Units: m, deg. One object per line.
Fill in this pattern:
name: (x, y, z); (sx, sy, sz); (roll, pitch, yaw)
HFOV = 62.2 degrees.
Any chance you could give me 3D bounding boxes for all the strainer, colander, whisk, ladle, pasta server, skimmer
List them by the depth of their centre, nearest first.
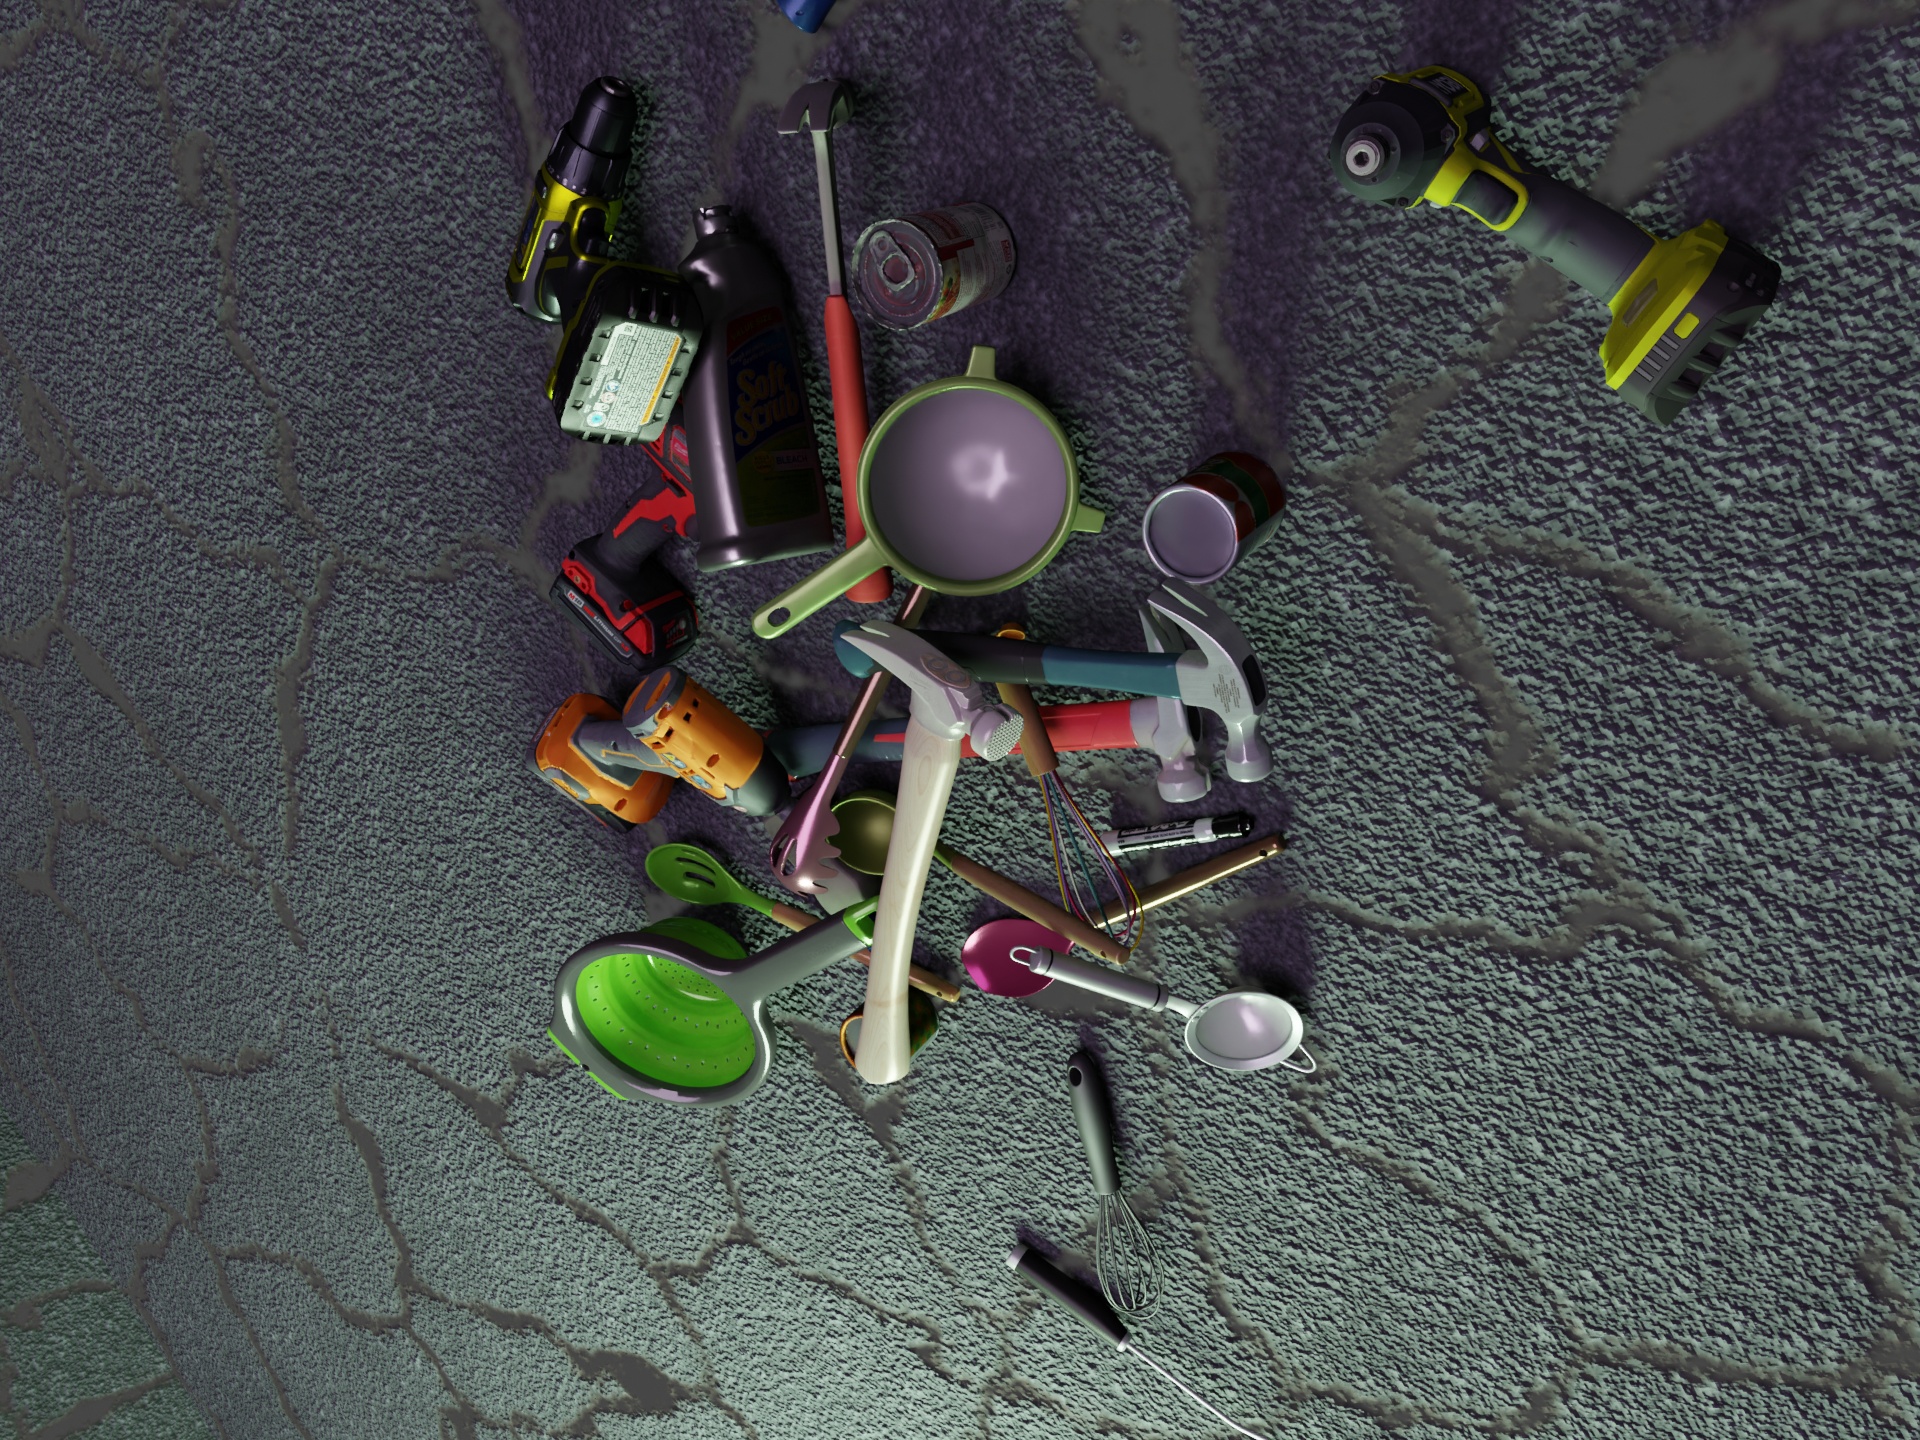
strainer: (-0.038, -0.139, 1.105); (0.256, 0.069, 0.151); (-32, 108, 15)
whisk: (0.072, 0.055, 1.134); (0.047, 0.051, 0.245); (-21, 93, 16)
strainer: (0.148, 0.198, 1.140); (0.258, 0.050, 0.086); (21, 126, -22)
ladle: (0.005, 0.121, 1.176); (0.320, 0.062, 0.078); (24, 139, 50)
pasta server: (-0.075, 0.002, 1.211); (0.060, 0.040, 0.316); (37, 111, 29)
whisk: (0.122, 0.380, 1.298); (0.055, 0.055, 0.239); (-6, 104, 34)
skimmer: (0.171, 0.584, 1.333); (0.363, 0.090, 0.127); (34, 157, 18)
colander: (-0.191, 0.211, 1.381); (0.397, 0.095, 0.204); (-29, 112, 33)

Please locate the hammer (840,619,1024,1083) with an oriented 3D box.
hammer: (-0.049, 0.119, 1.180); (0.146, 0.038, 0.410); (36, 134, 29)

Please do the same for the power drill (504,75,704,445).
power drill: (-0.257, -0.327, 1.138); (0.190, 0.080, 0.229); (-56, 45, 37)

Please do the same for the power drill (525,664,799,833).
power drill: (-0.240, 0.036, 1.304); (0.226, 0.084, 0.164); (-9, 136, 48)

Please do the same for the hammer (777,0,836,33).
hammer: (0.025, -0.556, 0.925); (0.405, 0.035, 0.144); (-29, 95, 38)

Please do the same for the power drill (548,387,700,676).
power drill: (-0.225, -0.145, 1.256); (0.143, 0.078, 0.219); (43, 125, 7)

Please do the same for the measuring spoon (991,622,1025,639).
measuring spoon: (0.000, -0.057, 1.190); (0.117, 0.021, 0.011); (-14, 61, 37)

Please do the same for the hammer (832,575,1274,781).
hammer: (0.049, -0.037, 1.068); (0.331, 0.033, 0.128); (7, 123, 35)

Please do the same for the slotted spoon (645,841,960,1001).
slotted spoon: (-0.139, 0.176, 1.380); (0.314, 0.031, 0.070); (22, 130, 20)

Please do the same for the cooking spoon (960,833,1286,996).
cooking spoon: (0.117, 0.146, 1.208); (0.319, 0.017, 0.069); (-30, 95, 39)

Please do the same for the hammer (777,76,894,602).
hammer: (-0.079, -0.244, 1.091); (0.036, 0.149, 0.358); (-1, 120, 5)

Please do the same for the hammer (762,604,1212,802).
hammer: (-0.002, -0.004, 1.201); (0.386, 0.038, 0.143); (-4, 108, 34)

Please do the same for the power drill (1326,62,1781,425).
power drill: (0.295, -0.252, 0.813); (0.223, 0.171, 0.080); (37, 127, 9)
